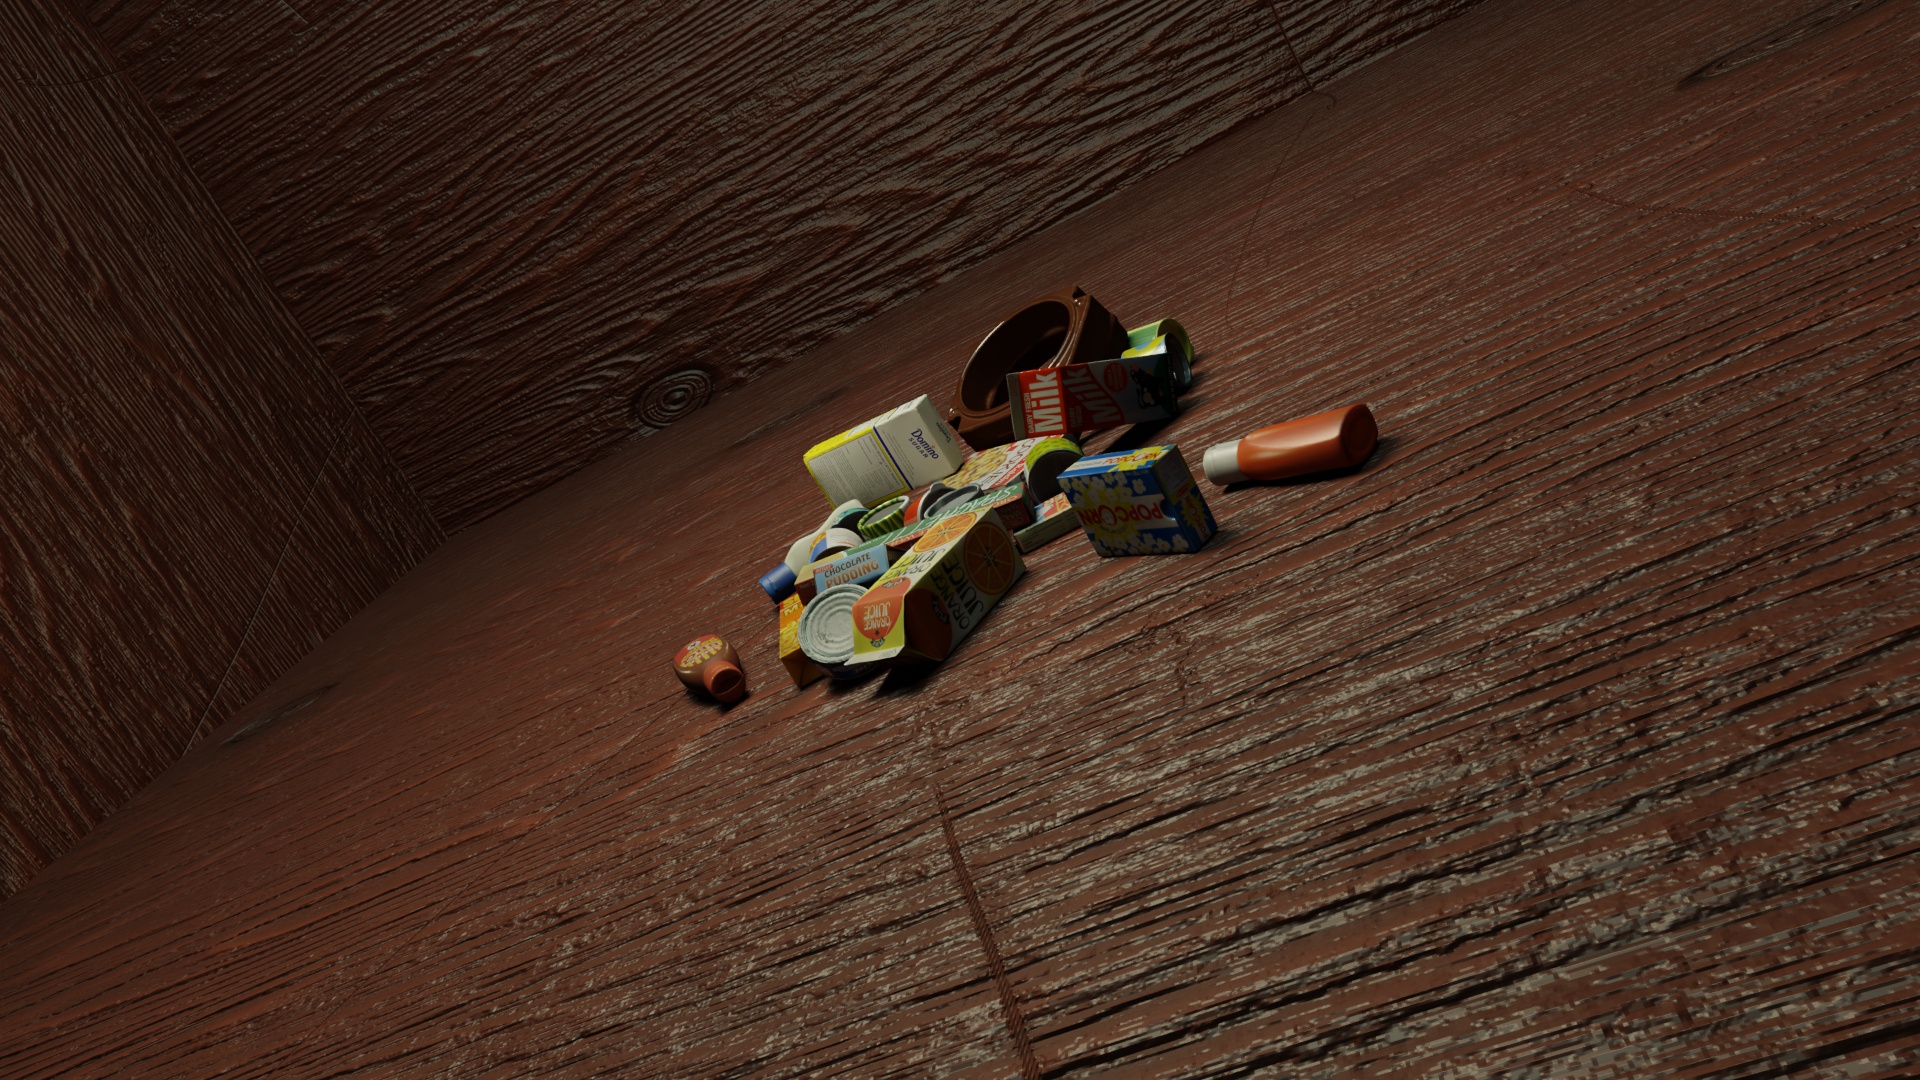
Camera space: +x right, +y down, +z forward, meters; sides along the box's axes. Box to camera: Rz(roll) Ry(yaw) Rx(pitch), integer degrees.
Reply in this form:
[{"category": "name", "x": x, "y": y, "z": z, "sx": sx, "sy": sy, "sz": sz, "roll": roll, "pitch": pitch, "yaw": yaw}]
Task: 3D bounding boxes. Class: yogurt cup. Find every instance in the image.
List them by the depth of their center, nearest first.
[{"category": "yogurt cup", "x": -0.025, "y": -0.021, "z": 1.489, "sx": 0.073, "sy": 0.072, "sz": 0.054, "roll": -38, "pitch": 10, "yaw": -27}]

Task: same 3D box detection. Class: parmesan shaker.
[{"category": "parmesan shaker", "x": 0.219, "y": -0.221, "z": 1.670, "sx": 0.103, "sy": 0.071, "sz": 0.072, "roll": -13, "pitch": 23, "yaw": 46}]

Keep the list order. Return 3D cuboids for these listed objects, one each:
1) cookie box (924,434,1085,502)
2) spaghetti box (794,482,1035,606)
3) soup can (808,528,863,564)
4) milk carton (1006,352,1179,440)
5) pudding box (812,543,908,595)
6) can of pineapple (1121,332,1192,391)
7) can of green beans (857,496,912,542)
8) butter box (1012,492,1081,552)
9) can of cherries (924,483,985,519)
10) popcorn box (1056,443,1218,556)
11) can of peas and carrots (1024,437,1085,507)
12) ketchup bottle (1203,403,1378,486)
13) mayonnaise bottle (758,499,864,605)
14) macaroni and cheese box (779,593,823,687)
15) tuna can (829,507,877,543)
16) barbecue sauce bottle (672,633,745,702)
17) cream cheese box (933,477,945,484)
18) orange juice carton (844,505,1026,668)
[{"category": "cookie box", "x": 0.041, "y": -0.065, "z": 1.545, "sx": 0.167, "sy": 0.040, "sz": 0.123, "roll": -11, "pitch": 25, "yaw": 50}, {"category": "spaghetti box", "x": -0.045, "y": 0.004, "z": 1.379, "sx": 0.250, "sy": 0.028, "sz": 0.050, "roll": -21, "pitch": 18, "yaw": 11}, {"category": "soup can", "x": -0.133, "y": 0.030, "z": 1.515, "sx": 0.071, "sy": 0.071, "sz": 0.084, "roll": -30, "pitch": 15, "yaw": 0}, {"category": "milk carton", "x": 0.133, "y": -0.153, "z": 1.476, "sx": 0.191, "sy": 0.072, "sz": 0.073, "roll": -12, "pitch": 7, "yaw": -29}, {"category": "pudding box", "x": -0.092, "y": 0.031, "z": 1.324, "sx": 0.083, "sy": 0.030, "sz": 0.049, "roll": -18, "pitch": -17, "yaw": 23}, {"category": "can of pineapple", "x": 0.223, "y": -0.194, "z": 1.579, "sx": 0.057, "sy": 0.071, "sz": 0.071, "roll": -21, "pitch": 18, "yaw": 28}, {"category": "can of green beans", "x": -0.072, "y": -0.008, "z": 1.534, "sx": 0.071, "sy": 0.057, "sz": 0.071, "roll": -27, "pitch": 16, "yaw": 9}, {"category": "butter box", "x": 0.101, "y": -0.027, "z": 1.360, "sx": 0.103, "sy": 0.024, "sz": 0.053, "roll": -27, "pitch": 17, "yaw": 9}, {"category": "can of cherries", "x": 0.005, "y": -0.018, "z": 1.434, "sx": 0.071, "sy": 0.058, "sz": 0.072, "roll": -28, "pitch": 17, "yaw": 9}, {"category": "popcorn box", "x": 0.150, "y": -0.032, "z": 1.187, "sx": 0.038, "sy": 0.085, "sz": 0.126, "roll": -38, "pitch": 18, "yaw": -30}, {"category": "can of peas and carrots", "x": 0.101, "y": -0.068, "z": 1.408, "sx": 0.071, "sy": 0.071, "sz": 0.059, "roll": -28, "pitch": 16, "yaw": 6}, {"category": "ketchup bottle", "x": 0.276, "y": -0.077, "z": 1.182, "sx": 0.148, "sy": 0.043, "sz": 0.065, "roll": -12, "pitch": 23, "yaw": 46}, {"category": "mayonnaise bottle", "x": -0.164, "y": 0.017, "z": 1.610, "sx": 0.148, "sy": 0.065, "sz": 0.041, "roll": -36, "pitch": -4, "yaw": -8}, {"category": "macaroni and cheese box", "x": -0.120, "y": 0.076, "z": 1.397, "sx": 0.124, "sy": 0.040, "sz": 0.167, "roll": -28, "pitch": 17, "yaw": 1}, {"category": "tuna can", "x": -0.117, "y": -0.004, "z": 1.576, "sx": 0.071, "sy": 0.071, "sz": 0.033, "roll": -32, "pitch": 15, "yaw": -7}, {"category": "barbecue sauce bottle", "x": -0.256, "y": 0.135, "z": 1.442, "sx": 0.065, "sy": 0.043, "sz": 0.148, "roll": -32, "pitch": 17, "yaw": -15}, {"category": "cream cheese box", "x": -0.030, "y": -0.112, "z": 1.691, "sx": 0.024, "sy": 0.103, "sz": 0.053, "roll": -28, "pitch": 16, "yaw": -19}, {"category": "orange juice carton", "x": -0.028, "y": 0.052, "z": 1.254, "sx": 0.071, "sy": 0.073, "sz": 0.194, "roll": -13, "pitch": 23, "yaw": 44}]
